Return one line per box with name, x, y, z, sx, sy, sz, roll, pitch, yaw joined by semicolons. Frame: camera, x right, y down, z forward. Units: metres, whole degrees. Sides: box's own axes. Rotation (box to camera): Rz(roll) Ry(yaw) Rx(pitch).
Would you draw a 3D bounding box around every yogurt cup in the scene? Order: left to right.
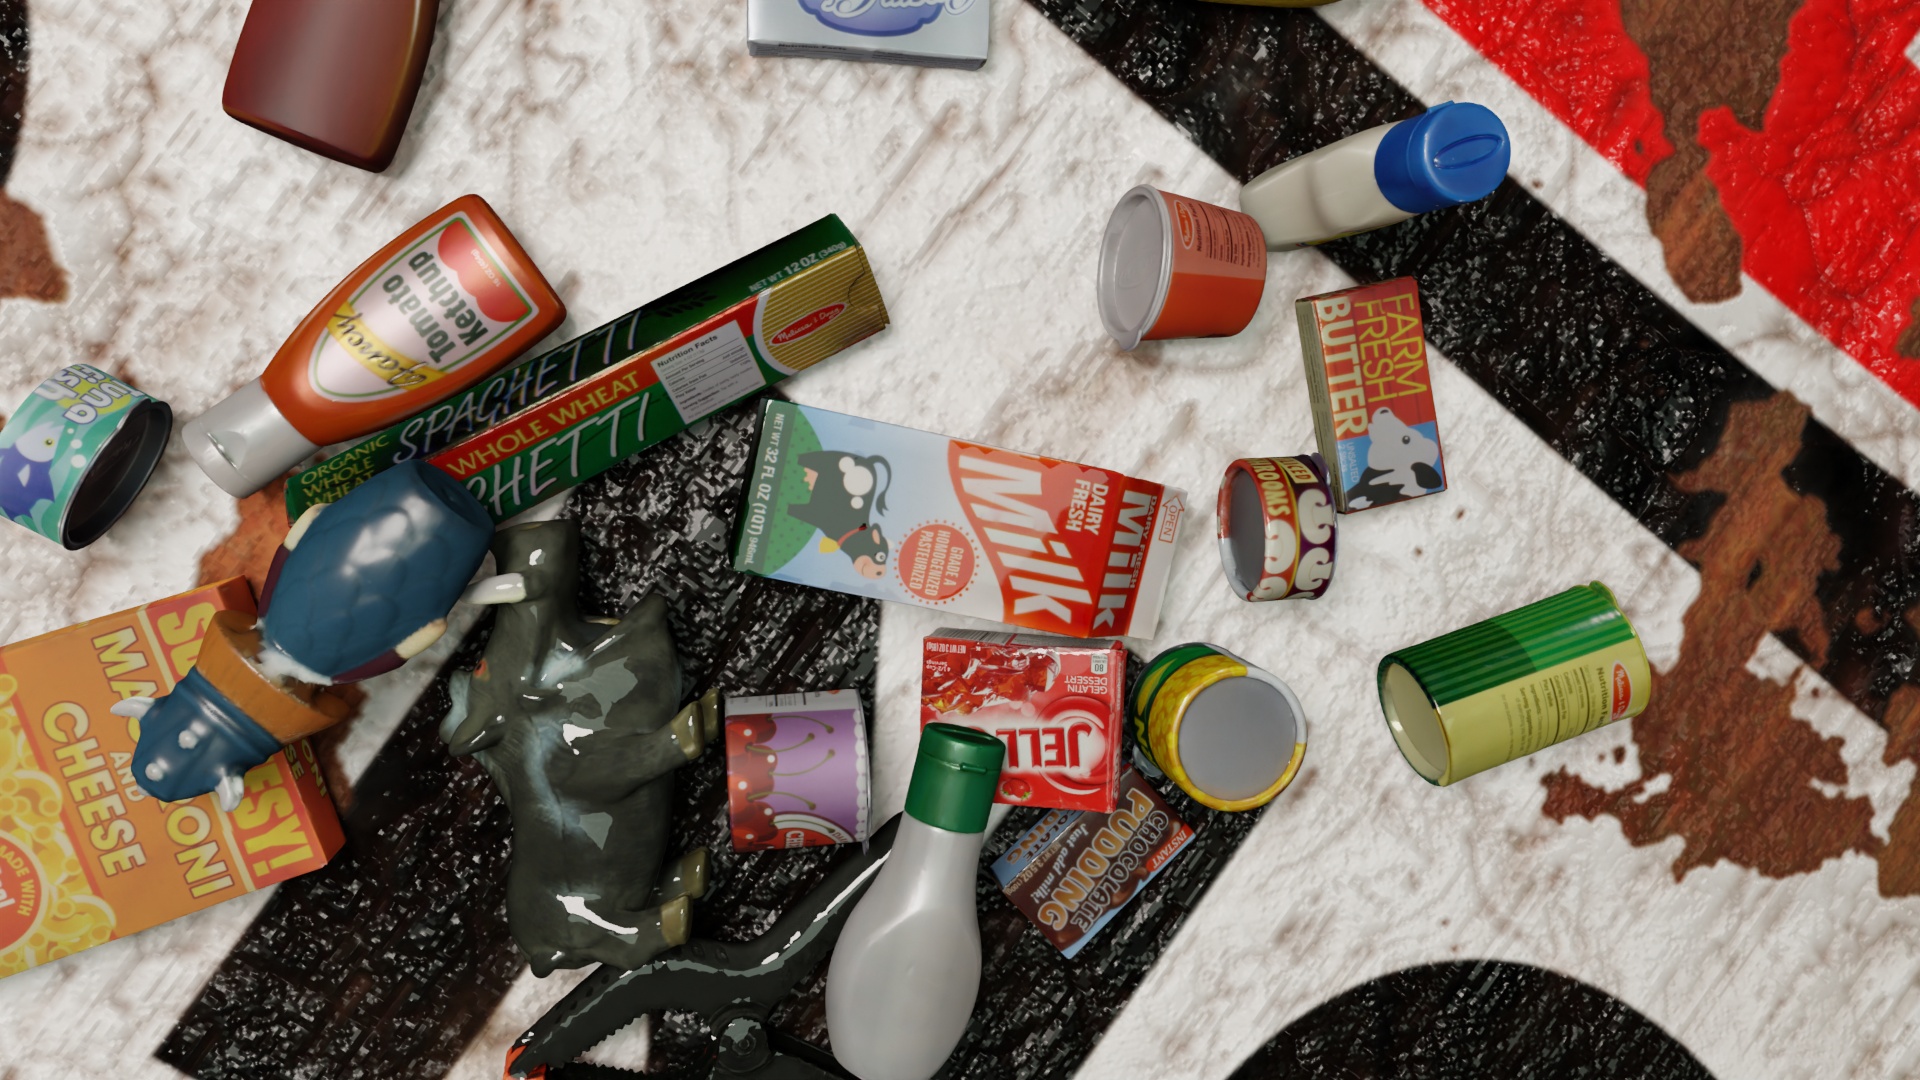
yogurt cup;0.097;-0.118;0.607;0.054;0.072;0.072;2;96;-19

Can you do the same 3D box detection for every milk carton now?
milk carton;0.002;-0.007;0.595;0.191;0.073;0.072;12;94;-12

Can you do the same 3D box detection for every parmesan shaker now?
parmesan shaker;0.257;0.065;0.653;0.103;0.071;0.071;-18;99;-8

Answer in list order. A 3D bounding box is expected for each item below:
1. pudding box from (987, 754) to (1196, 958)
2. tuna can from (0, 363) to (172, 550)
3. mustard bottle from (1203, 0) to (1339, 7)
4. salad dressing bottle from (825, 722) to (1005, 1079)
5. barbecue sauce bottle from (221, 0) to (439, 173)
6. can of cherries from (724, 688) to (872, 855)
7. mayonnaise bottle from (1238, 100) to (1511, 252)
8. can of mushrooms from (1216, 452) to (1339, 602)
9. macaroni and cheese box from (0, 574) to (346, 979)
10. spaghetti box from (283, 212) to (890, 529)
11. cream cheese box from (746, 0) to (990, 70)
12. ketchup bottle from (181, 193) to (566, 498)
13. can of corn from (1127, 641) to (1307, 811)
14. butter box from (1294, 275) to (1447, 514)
pudding box;0.061;0.145;0.643;0.084;0.030;0.049;-43;102;-4
tuna can;-0.336;-0.034;0.530;0.033;0.071;0.071;29;90;-12
mustard bottle;0.108;-0.266;0.601;0.160;0.049;0.065;-3;96;-10
salad dressing bottle;-0.015;0.153;0.590;0.064;0.044;0.147;13;93;-19
barbecue sauce bottle;-0.233;-0.225;0.544;0.065;0.044;0.148;19;91;-12
can of cherries;-0.070;0.101;0.594;0.058;0.071;0.071;-3;97;-10
mayonnaise bottle;0.170;-0.148;0.574;0.065;0.148;0.041;-19;99;-8
can of mushrooms;0.141;-0.007;0.623;0.033;0.071;0.071;-3;97;-9
macaroni and cheese box;-0.353;0.098;0.555;0.167;0.040;0.123;-18;99;-8
spaghetti box;-0.150;-0.057;0.572;0.250;0.029;0.050;-28;143;-7
cream cheese box;-0.039;-0.232;0.590;0.104;0.024;0.053;0;97;-10
ketchup bottle;-0.237;-0.074;0.559;0.149;0.043;0.064;-36;101;-5
can of corn;0.115;0.086;0.633;0.071;0.058;0.071;-1;96;-10
butter box;0.192;-0.068;0.649;0.053;0.024;0.103;-12;98;-9
